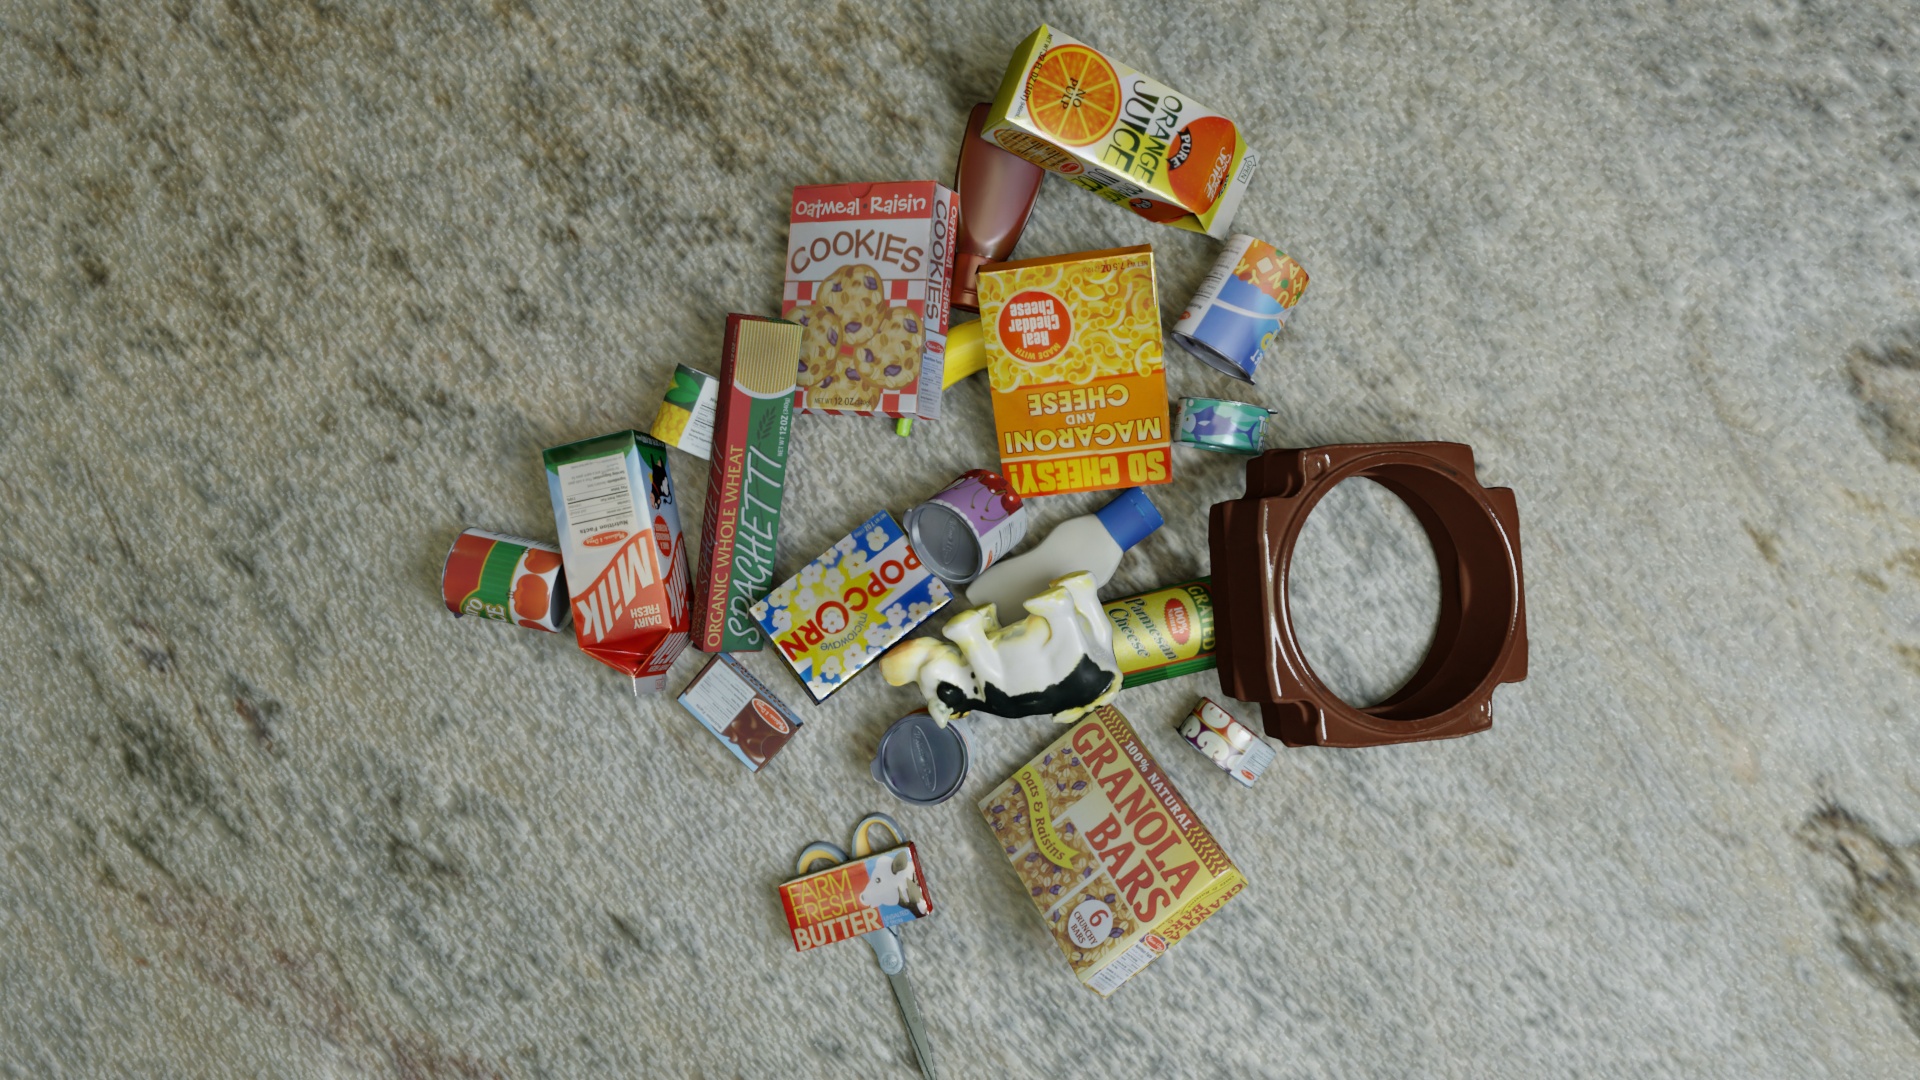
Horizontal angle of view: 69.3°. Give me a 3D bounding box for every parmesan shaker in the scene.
[{"bbox_3d":[0.141,0.070,0.990,0.103,0.071,0.071,-14,87,6],"label":"parmesan shaker"}]

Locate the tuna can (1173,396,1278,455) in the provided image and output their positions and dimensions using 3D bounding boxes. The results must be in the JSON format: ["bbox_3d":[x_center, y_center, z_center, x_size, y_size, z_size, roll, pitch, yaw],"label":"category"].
[{"bbox_3d":[0.188,-0.081,0.990,0.071,0.071,0.033,9,91,7],"label":"tuna can"}]

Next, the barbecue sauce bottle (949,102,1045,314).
[{"bbox_3d":[0.022,-0.243,1.026,0.065,0.043,0.148,13,90,1],"label":"barbecue sauce bottle"}]

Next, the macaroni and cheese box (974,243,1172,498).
[{"bbox_3d":[0.083,-0.119,0.987,0.124,0.040,0.165,-6,111,7],"label":"macaroni and cheese box"}]

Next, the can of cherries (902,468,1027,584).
[{"bbox_3d":[0.004,-0.013,0.999,0.071,0.059,0.071,23,132,29],"label":"can of cherries"}]

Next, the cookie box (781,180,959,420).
[{"bbox_3d":[-0.070,-0.175,1.016,0.123,0.040,0.167,5,89,27],"label":"cookie box"}]

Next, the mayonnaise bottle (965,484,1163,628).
[{"bbox_3d":[0.079,0.017,1.013,0.148,0.041,0.065,-36,86,3],"label":"mayonnaise bottle"}]

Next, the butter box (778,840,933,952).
[{"bbox_3d":[-0.076,0.260,1.012,0.103,0.024,0.053,-18,85,7],"label":"butter box"}]

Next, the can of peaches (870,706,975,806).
[{"bbox_3d":[-0.026,0.156,1.010,0.071,0.058,0.071,0,89,7],"label":"can of peaches"}]

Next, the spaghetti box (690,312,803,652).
[{"bbox_3d":[-0.157,-0.038,1.011,0.050,0.029,0.249,2,103,-31],"label":"spaghetti box"}]

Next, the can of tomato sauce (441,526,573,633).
[{"bbox_3d":[-0.335,0.032,1.044,0.083,0.071,0.071,11,90,6],"label":"can of tomato sauce"}]

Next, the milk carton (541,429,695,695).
[{"bbox_3d":[-0.247,0.020,1.033,0.073,0.072,0.190,-12,86,6],"label":"milk carton"}]

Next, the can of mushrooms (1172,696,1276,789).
[{"bbox_3d":[0.187,0.141,0.984,0.071,0.071,0.033,37,93,6],"label":"can of mushrooms"}]

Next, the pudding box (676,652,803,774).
[{"bbox_3d":[-0.165,0.129,1.041,0.084,0.030,0.049,42,92,6],"label":"pudding box"}]

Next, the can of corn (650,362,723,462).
[{"bbox_3d":[-0.191,-0.093,1.035,0.071,0.071,0.058,23,92,7],"label":"can of corn"}]

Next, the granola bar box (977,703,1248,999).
[{"bbox_3d":[0.101,0.209,0.955,0.124,0.039,0.166,-39,43,4],"label":"granola bar box"}]

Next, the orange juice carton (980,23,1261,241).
[{"bbox_3d":[0.119,-0.283,0.985,0.193,0.073,0.072,22,91,-15],"label":"orange juice carton"}]

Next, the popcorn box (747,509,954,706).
[{"bbox_3d":[-0.080,0.048,1.013,0.127,0.038,0.085,-37,86,-13],"label":"popcorn box"}]

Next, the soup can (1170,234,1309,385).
[{"bbox_3d":[0.202,-0.165,0.993,0.071,0.071,0.083,32,92,6],"label":"soup can"}]
